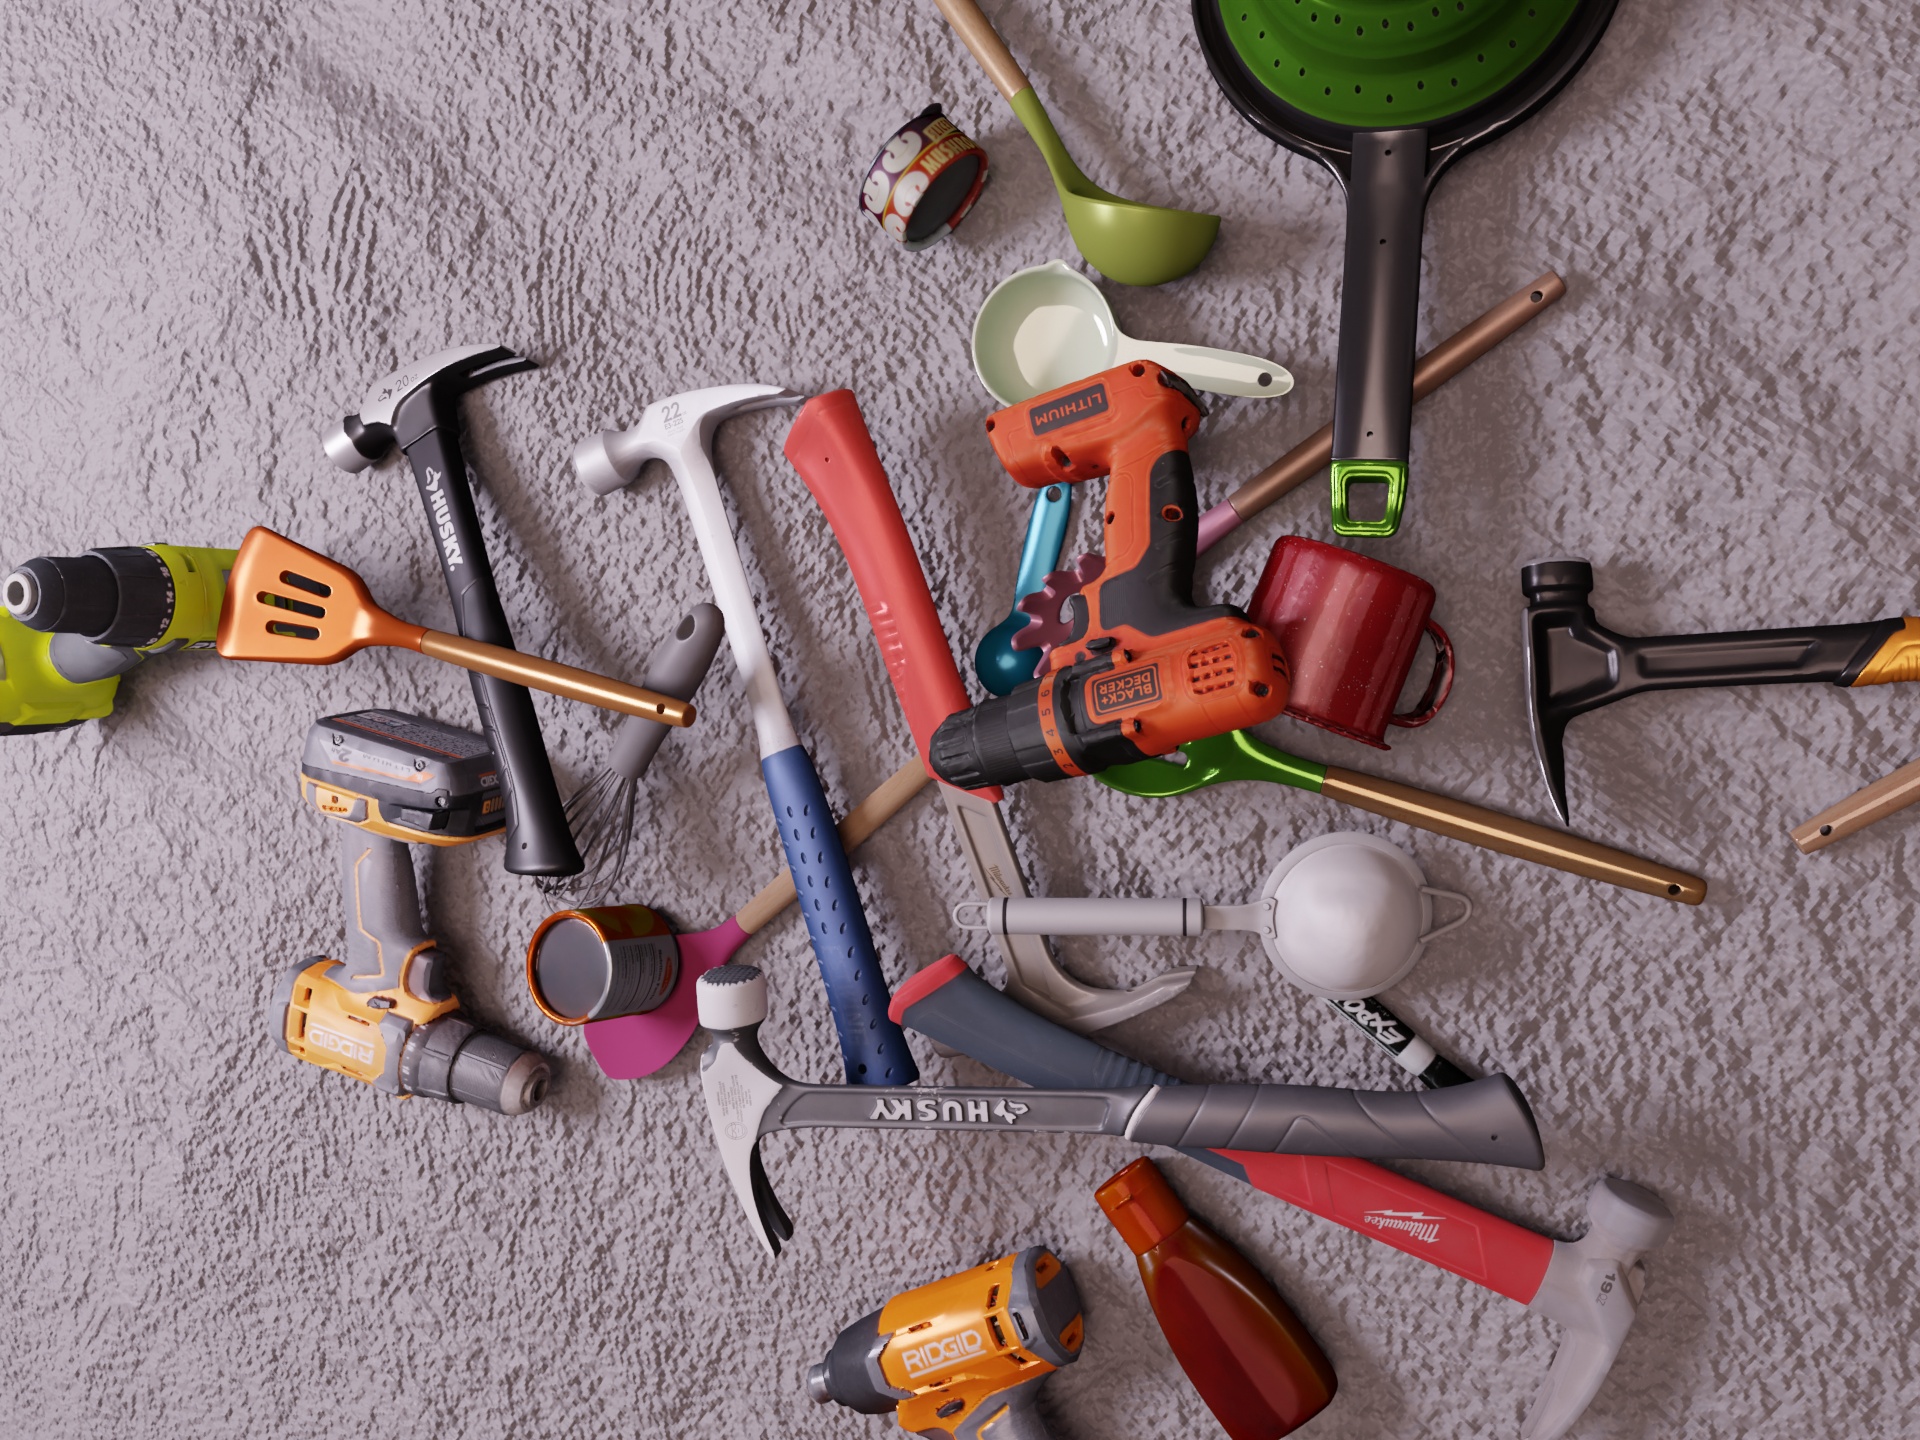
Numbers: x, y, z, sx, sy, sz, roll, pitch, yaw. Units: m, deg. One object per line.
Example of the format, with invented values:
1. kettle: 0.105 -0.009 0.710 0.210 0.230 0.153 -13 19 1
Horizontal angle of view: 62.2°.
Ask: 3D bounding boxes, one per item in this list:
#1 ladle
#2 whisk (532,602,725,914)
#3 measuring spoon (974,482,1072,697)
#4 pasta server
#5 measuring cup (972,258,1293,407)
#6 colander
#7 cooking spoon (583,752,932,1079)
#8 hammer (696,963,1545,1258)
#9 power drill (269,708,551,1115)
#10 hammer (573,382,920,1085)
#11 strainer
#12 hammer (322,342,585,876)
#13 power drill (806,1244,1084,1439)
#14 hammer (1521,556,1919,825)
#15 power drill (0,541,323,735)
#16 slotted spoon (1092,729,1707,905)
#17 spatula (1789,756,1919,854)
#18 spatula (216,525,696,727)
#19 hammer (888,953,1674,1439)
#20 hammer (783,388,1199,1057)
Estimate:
1. ladle: 0.025 -0.351 0.821 0.062 0.078 0.320 -42 73 37
2. whisk: -0.186 0.026 0.891 0.055 0.055 0.239 42 122 12
3. measuring spoon: 0.036 -0.073 0.849 0.042 0.021 0.128 17 101 18
4. pasta server: 0.160 -0.120 0.795 0.316 0.040 0.060 -35 93 17
5. measuring cup: 0.089 -0.185 0.817 0.167 0.038 0.083 14 98 16
6. colander: 0.194 -0.286 0.725 0.204 0.094 0.397 4 89 19
7. cooking spoon: -0.106 0.102 0.912 0.319 0.017 0.069 -41 69 17
8. hammer: 0.068 0.196 0.775 0.409 0.036 0.149 -1 99 14
9. power drill: -0.321 0.122 0.960 0.185 0.084 0.226 15 103 18
10. hammer: -0.097 0.006 0.879 0.144 0.035 0.405 -21 82 21
11. strainer: 0.123 0.100 0.789 0.258 0.050 0.087 -1 99 9
12. hammer: -0.274 -0.064 0.918 0.146 0.035 0.335 -27 71 20
13. power drill: 0.016 0.416 0.857 0.164 0.084 0.226 -26 80 20
14. hammer: 0.424 -0.023 0.692 0.337 0.034 0.127 -4 83 22
15. power drill: -0.538 -0.053 0.970 0.228 0.190 0.080 -15 87 24
16. slotted spoon: 0.206 0.039 0.793 0.314 0.031 0.070 17 112 16
17. spatula: 0.512 -0.024 0.685 0.316 0.018 0.060 -33 81 17
18. spatula: -0.281 -0.039 0.876 0.323 0.041 0.081 14 88 27
19. hammer: 0.139 0.227 0.800 0.386 0.038 0.143 22 102 10
20. hammer: -0.001 -0.003 0.837 0.149 0.037 0.359 -19 94 18
